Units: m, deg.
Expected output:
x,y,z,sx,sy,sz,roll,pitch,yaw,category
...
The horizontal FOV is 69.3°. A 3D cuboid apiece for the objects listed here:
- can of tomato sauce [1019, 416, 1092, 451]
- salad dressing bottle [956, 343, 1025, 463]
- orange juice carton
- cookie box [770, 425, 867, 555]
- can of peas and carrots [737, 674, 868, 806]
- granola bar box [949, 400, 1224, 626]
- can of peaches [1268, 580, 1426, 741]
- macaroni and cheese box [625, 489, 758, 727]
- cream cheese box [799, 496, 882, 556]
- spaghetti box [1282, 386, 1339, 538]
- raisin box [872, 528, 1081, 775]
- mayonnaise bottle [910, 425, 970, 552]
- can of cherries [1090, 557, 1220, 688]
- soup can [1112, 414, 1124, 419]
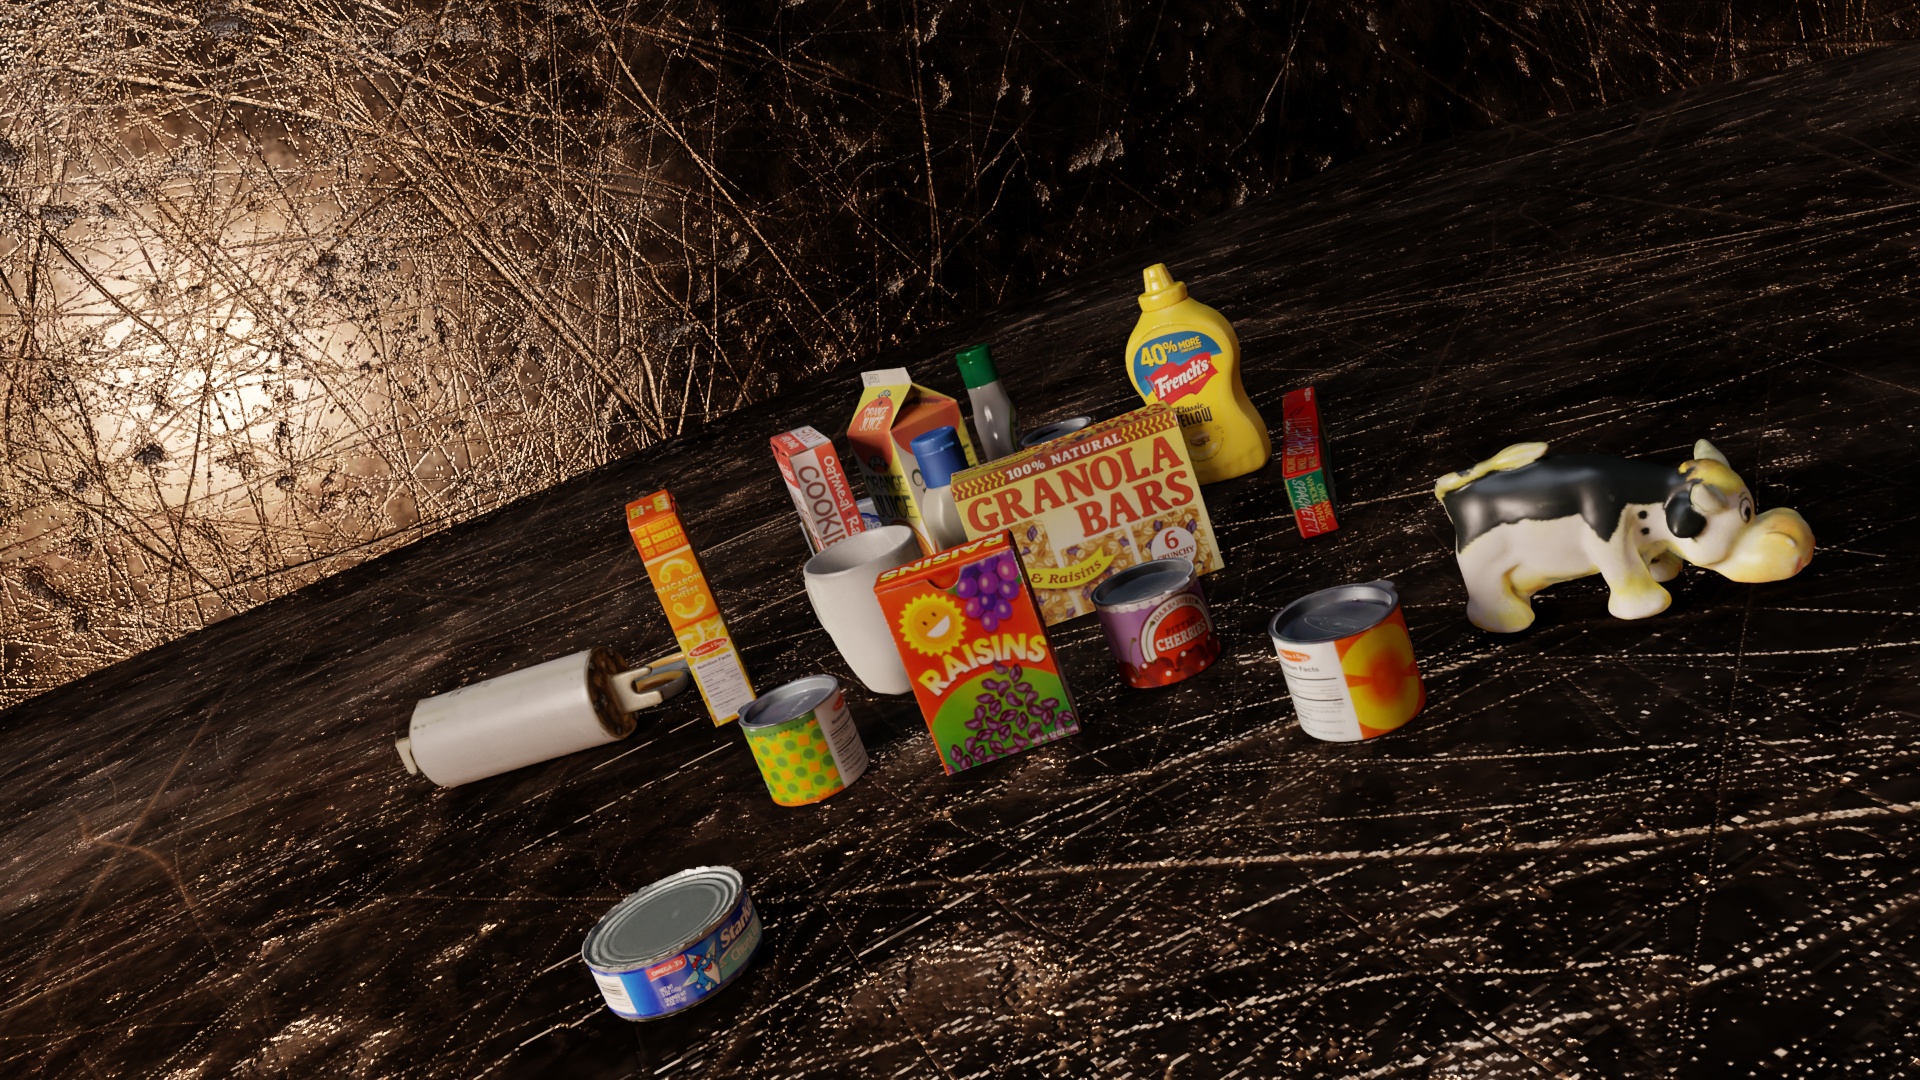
x,y,z,sx,sy,sz,roll,pitch,yaw,category
0.098,-0.059,1.229,0.071,0.083,0.071,-19,14,5,can of tomato sauce
0.036,-0.129,1.439,0.044,0.147,0.064,-16,15,19,salad dressing bottle
-0.032,-0.054,1.166,0.073,0.192,0.072,-29,16,-29,orange juice carton
-0.104,-0.007,1.145,0.040,0.167,0.123,-23,14,-10,cookie box
-0.100,0.126,0.873,0.071,0.058,0.071,-19,14,5,can of peas and carrots
0.090,-0.014,0.996,0.165,0.124,0.039,-19,14,5,granola bar box
0.200,0.061,0.709,0.071,0.058,0.071,-19,14,5,can of peaches
-0.210,0.049,1.086,0.040,0.166,0.124,-23,14,-10,macaroni and cheese box
-0.102,-0.011,1.382,0.104,0.053,0.024,-16,15,15,cream cheese box
0.272,-0.066,1.087,0.028,0.050,0.251,-16,15,18,spaghetti box
0.010,0.066,0.815,0.086,0.123,0.040,-19,14,7,raisin box
0.004,-0.013,1.061,0.065,0.147,0.041,-27,16,-26,mayonnaise bottle
0.121,0.051,0.850,0.071,0.058,0.072,-19,14,5,can of cherries
0.149,-0.058,1.157,0.071,0.083,0.071,-19,14,5,soup can
